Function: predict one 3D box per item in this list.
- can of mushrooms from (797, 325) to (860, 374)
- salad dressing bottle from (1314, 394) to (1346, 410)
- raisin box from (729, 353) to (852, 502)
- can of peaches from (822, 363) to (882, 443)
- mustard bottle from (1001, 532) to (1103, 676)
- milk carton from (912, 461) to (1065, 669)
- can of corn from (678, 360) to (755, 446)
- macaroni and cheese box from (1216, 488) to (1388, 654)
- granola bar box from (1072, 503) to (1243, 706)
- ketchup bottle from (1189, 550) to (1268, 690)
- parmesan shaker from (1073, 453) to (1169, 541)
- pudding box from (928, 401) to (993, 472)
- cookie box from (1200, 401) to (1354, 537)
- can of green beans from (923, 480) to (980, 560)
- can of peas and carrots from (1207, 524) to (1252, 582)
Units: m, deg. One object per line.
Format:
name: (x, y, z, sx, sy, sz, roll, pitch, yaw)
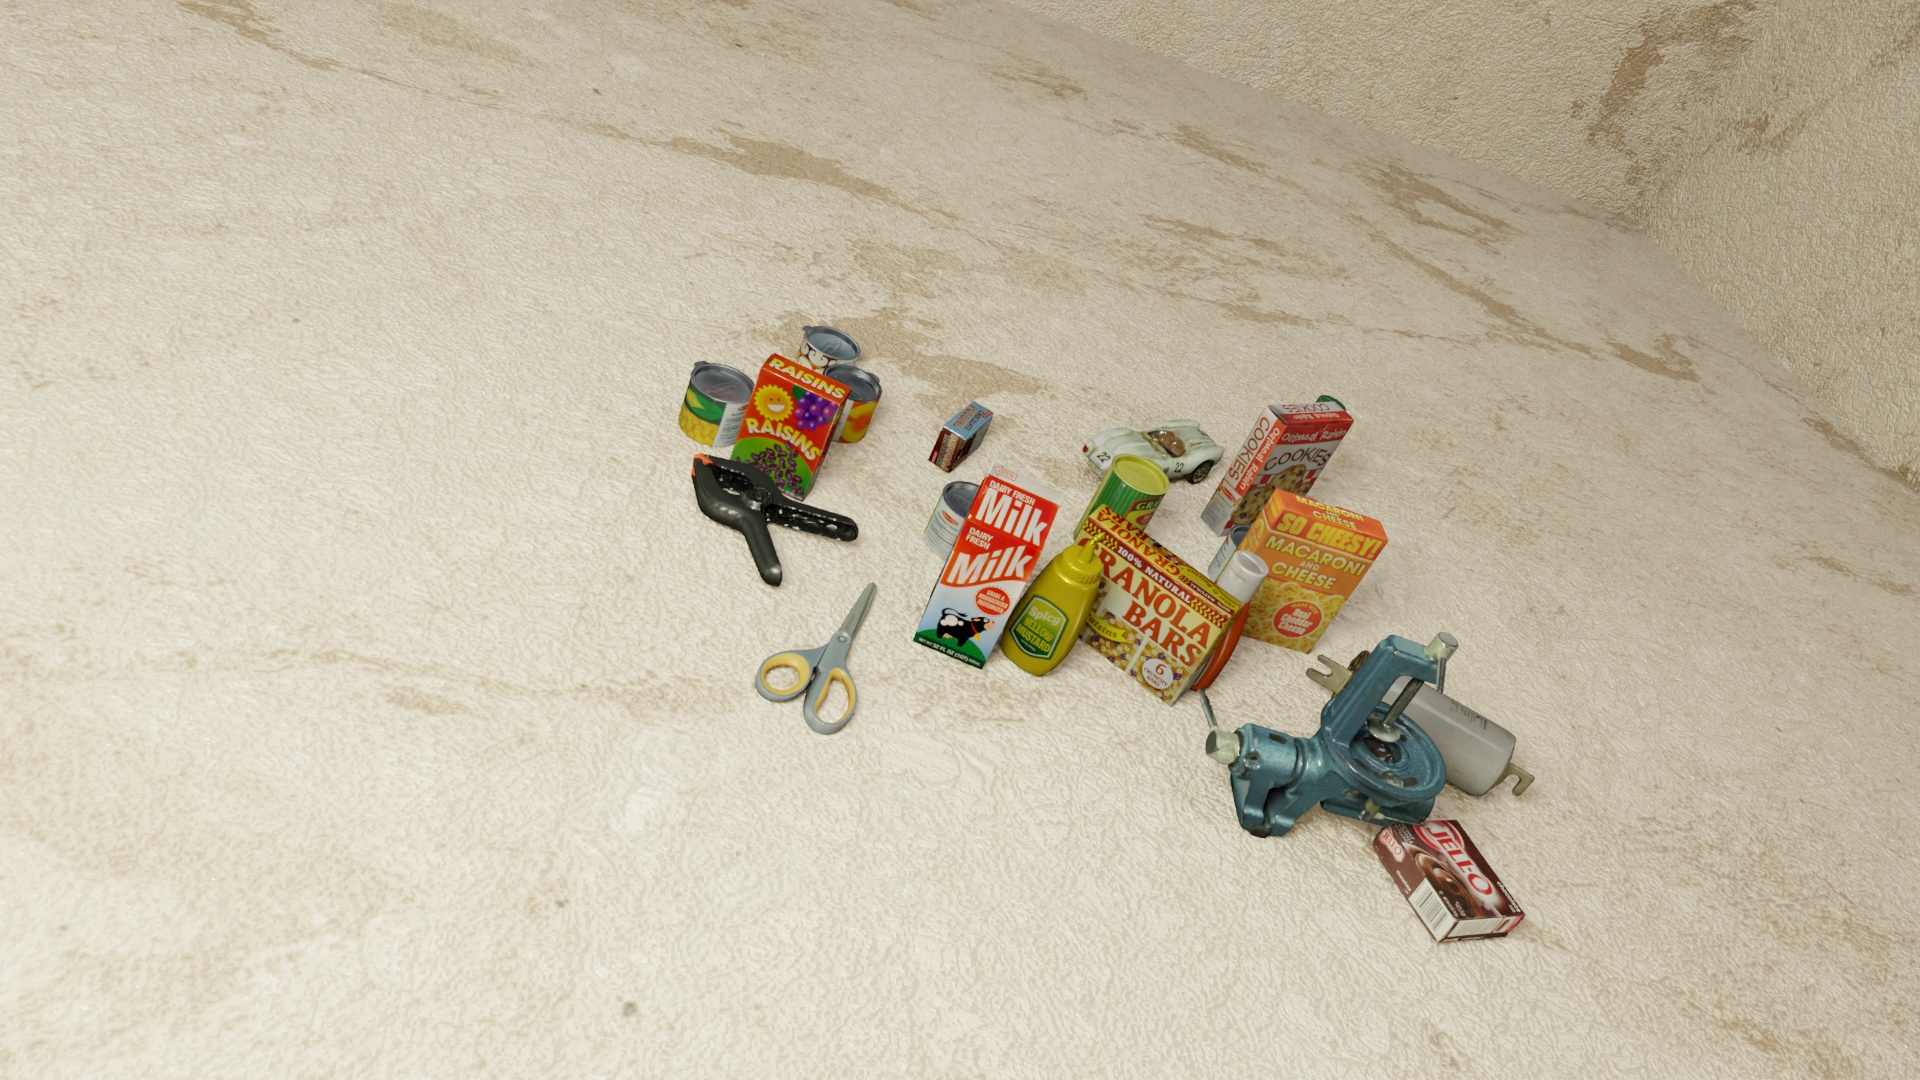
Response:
can of mushrooms: (-0.151, -0.213, 1.572, 0.071, 0.033, 0.071, 17, 36, -12)
salad dressing bottle: (0.416, -0.108, 1.685, 0.064, 0.146, 0.044, 38, 37, 18)
raisin box: (-0.167, -0.109, 1.351, 0.086, 0.122, 0.040, 25, 35, 0)
can of peaches: (-0.122, -0.146, 1.483, 0.071, 0.057, 0.071, 17, 36, -12)
mustard bottle: (0.091, 0.052, 1.267, 0.065, 0.159, 0.049, 34, 36, 12)
milk carton: (0.027, 0.016, 1.248, 0.072, 0.189, 0.074, 24, 35, -2)
can of corn: (-0.247, -0.137, 1.394, 0.071, 0.058, 0.071, 17, 36, -12)
macaroni and cheese box: (0.344, 0.034, 1.442, 0.124, 0.165, 0.040, 16, 36, -13)
granola bar box: (0.170, 0.063, 1.334, 0.166, 0.123, 0.039, 37, 36, 16)
ketchup bottle: (0.248, 0.075, 1.344, 0.044, 0.148, 0.065, -17, 53, -44)
parmesan shaker: (0.172, -0.033, 1.477, 0.071, 0.102, 0.072, 17, 36, -12)
pudding box: (0.002, -0.114, 1.525, 0.030, 0.049, 0.084, 32, 35, 9)
cookie box: (0.366, -0.082, 1.604, 0.123, 0.166, 0.040, -7, 46, -38)
can of green beans: (0.003, -0.017, 1.392, 0.071, 0.057, 0.071, 17, 36, -12)
can of peas and carrots: (0.316, 0.026, 1.527, 0.071, 0.058, 0.071, 17, 36, -12)
